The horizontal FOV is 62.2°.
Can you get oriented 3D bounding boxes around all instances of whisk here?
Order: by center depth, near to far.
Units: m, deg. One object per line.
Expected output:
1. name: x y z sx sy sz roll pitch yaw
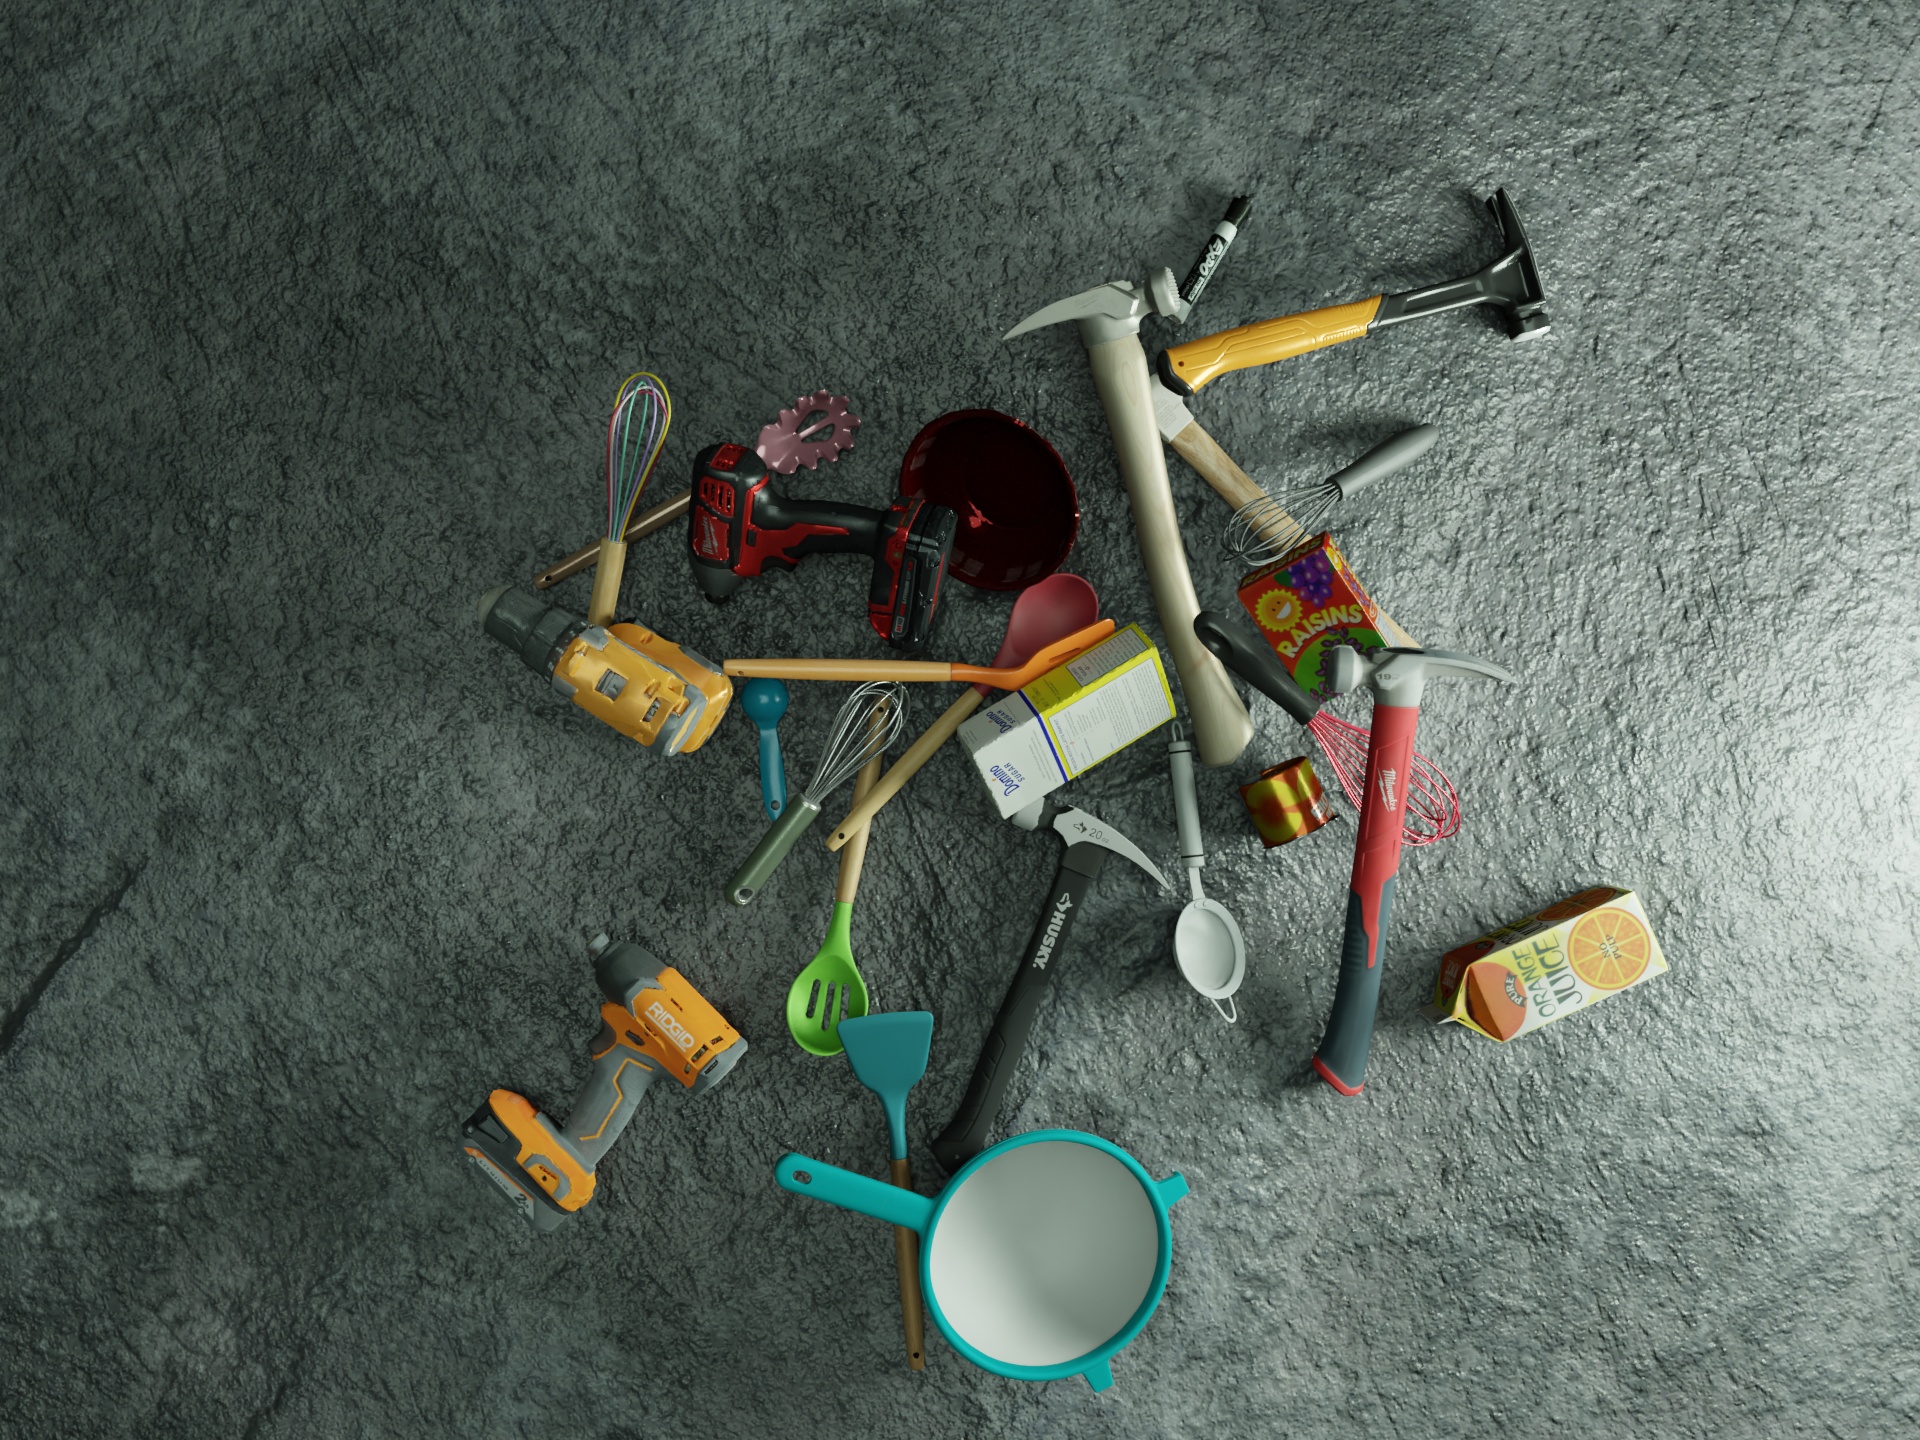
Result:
1. whisk: 0.304 0.008 1.322 0.295 0.073 0.073 40 91 -11
2. whisk: 0.311 -0.192 1.328 0.239 0.055 0.055 -31 90 -20
3. whisk: -0.285 -0.172 1.340 0.047 0.051 0.245 11 108 -11
4. whisk: -0.125 0.062 1.358 0.057 0.059 0.246 31 102 -36

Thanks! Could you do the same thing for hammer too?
1. hammer: 0.354 0.130 1.304 0.143 0.038 0.386 4 107 4
2. hammer: 0.157 -0.155 1.329 0.146 0.038 0.410 -13 101 20
3. hammer: 0.325 -0.344 1.339 0.337 0.034 0.127 -16 91 -6
4. hammer: 0.266 -0.164 1.361 0.130 0.031 0.331 -44 90 1
5. hammer: 0.060 0.240 1.366 0.146 0.035 0.335 22 91 2

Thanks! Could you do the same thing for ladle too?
1. ladle: -0.002 -0.004 1.360 0.069 0.031 0.315 44 87 -3

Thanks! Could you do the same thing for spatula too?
1. spatula: -0.033 -0.047 1.314 0.322 0.081 0.041 1 46 -3
2. spatula: -0.052 0.404 1.365 0.082 0.044 0.317 -5 91 -5

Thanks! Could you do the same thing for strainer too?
1. strainer: 0.005 0.410 1.322 0.340 0.095 0.211 21 91 -10
2. strainer: 0.199 0.128 1.360 0.086 0.050 0.258 0 82 -42

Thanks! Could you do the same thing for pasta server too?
1. pasta server: -0.230 -0.192 1.369 0.316 0.040 0.060 -29 105 2

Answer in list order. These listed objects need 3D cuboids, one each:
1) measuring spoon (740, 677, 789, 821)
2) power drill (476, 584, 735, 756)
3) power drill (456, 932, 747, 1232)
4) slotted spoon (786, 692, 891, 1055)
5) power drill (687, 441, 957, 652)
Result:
1. measuring spoon: -0.166 0.024 1.375 0.042 0.021 0.128 -6 89 1
2. power drill: -0.279 -0.042 1.276 0.185 0.226 0.084 32 91 1
3. power drill: -0.316 0.301 1.354 0.226 0.084 0.164 -44 89 -3
4. slotted spoon: -0.094 0.132 1.374 0.070 0.031 0.314 10 89 1
5. power drill: -0.123 -0.139 1.332 0.219 0.079 0.143 16 126 4
